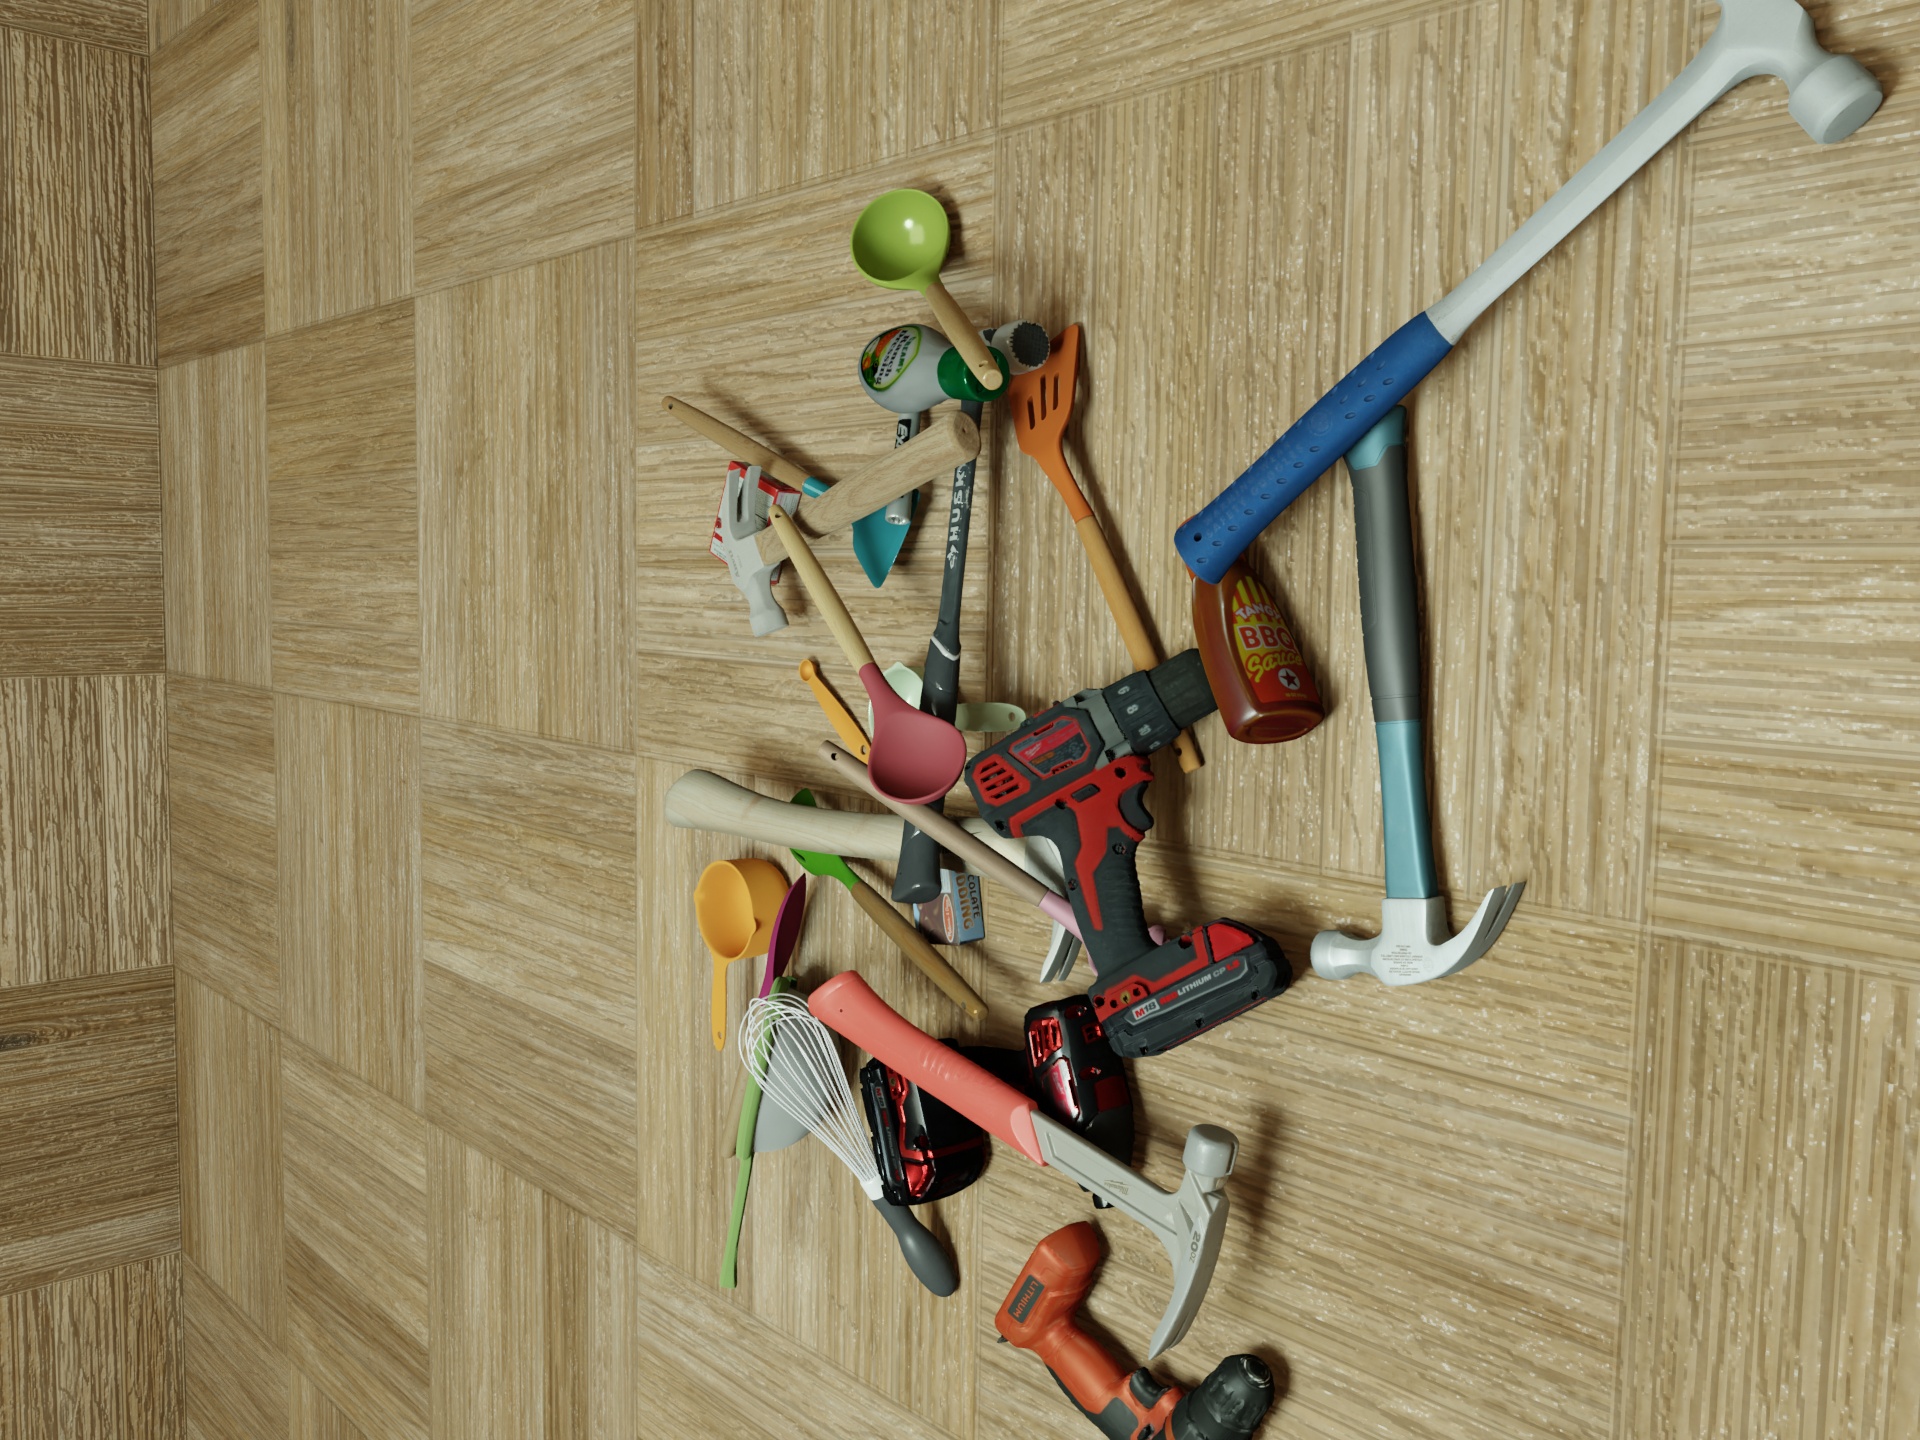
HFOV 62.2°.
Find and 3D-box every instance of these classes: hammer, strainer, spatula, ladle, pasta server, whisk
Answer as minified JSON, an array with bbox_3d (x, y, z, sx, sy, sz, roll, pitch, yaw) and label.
[{"bbox_3d":[0.262,-0.222,0.850,0.405,0.035,0.144,-44,61,32],"label":"hammer"},{"bbox_3d":[-0.144,0.342,1.305,0.151,0.069,0.256,130,151,-88],"label":"strainer"},{"bbox_3d":[0.249,-0.013,0.914,0.128,0.033,0.331,-6,89,48],"label":"hammer"},{"bbox_3d":[-0.148,-0.207,1.306,0.318,0.044,0.082,32,106,30],"label":"spatula"},{"bbox_3d":[-0.092,-0.164,1.201,0.331,0.031,0.130,-19,91,52],"label":"hammer"},{"bbox_3d":[-0.077,0.096,1.211,0.411,0.038,0.146,5,87,38],"label":"hammer"},{"bbox_3d":[0.024,0.272,1.080,0.359,0.036,0.149,23,105,39],"label":"hammer"},{"bbox_3d":[0.101,-0.115,1.079,0.081,0.041,0.323,-35,71,45],"label":"spatula"},{"bbox_3d":[-0.018,-0.293,1.082,0.078,0.062,0.320,-32,32,7],"label":"ladle"},{"bbox_3d":[0.033,0.103,1.064,0.316,0.040,0.060,34,87,10],"label":"pasta server"},{"bbox_3d":[-0.078,-0.054,1.136,0.316,0.069,0.031,59,174,36],"label":"ladle"},{"bbox_3d":[-0.081,0.328,1.219,0.070,0.070,0.284,-20,105,47],"label":"whisk"},{"bbox_3d":[-0.012,-0.073,1.133,0.149,0.036,0.409,2,85,59],"label":"hammer"}]

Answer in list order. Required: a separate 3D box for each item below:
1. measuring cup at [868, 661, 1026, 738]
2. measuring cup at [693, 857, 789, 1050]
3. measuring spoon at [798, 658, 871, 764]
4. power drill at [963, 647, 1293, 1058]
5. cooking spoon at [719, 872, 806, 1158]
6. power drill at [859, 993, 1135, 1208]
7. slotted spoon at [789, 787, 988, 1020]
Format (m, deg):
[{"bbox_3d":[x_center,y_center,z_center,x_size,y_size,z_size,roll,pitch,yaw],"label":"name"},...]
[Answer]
[{"bbox_3d":[-0.002,-0.004,1.188,0.168,0.038,0.083,1,93,46],"label":"measuring cup"},{"bbox_3d":[-0.190,0.204,1.397,0.095,0.052,0.173,17,107,46],"label":"measuring cup"},{"bbox_3d":[-0.101,-0.007,1.317,0.117,0.011,0.021,53,127,27],"label":"measuring spoon"},{"bbox_3d":[0.125,0.077,0.997,0.188,0.080,0.227,-29,73,10],"label":"power drill"},{"bbox_3d":[-0.175,0.266,1.389,0.017,0.069,0.318,20,118,7],"label":"cooking spoon"},{"bbox_3d":[0.032,0.285,1.144,0.219,0.078,0.143,-24,75,43],"label":"power drill"},{"bbox_3d":[-0.067,0.142,1.240,0.314,0.031,0.070,38,132,48],"label":"slotted spoon"}]
